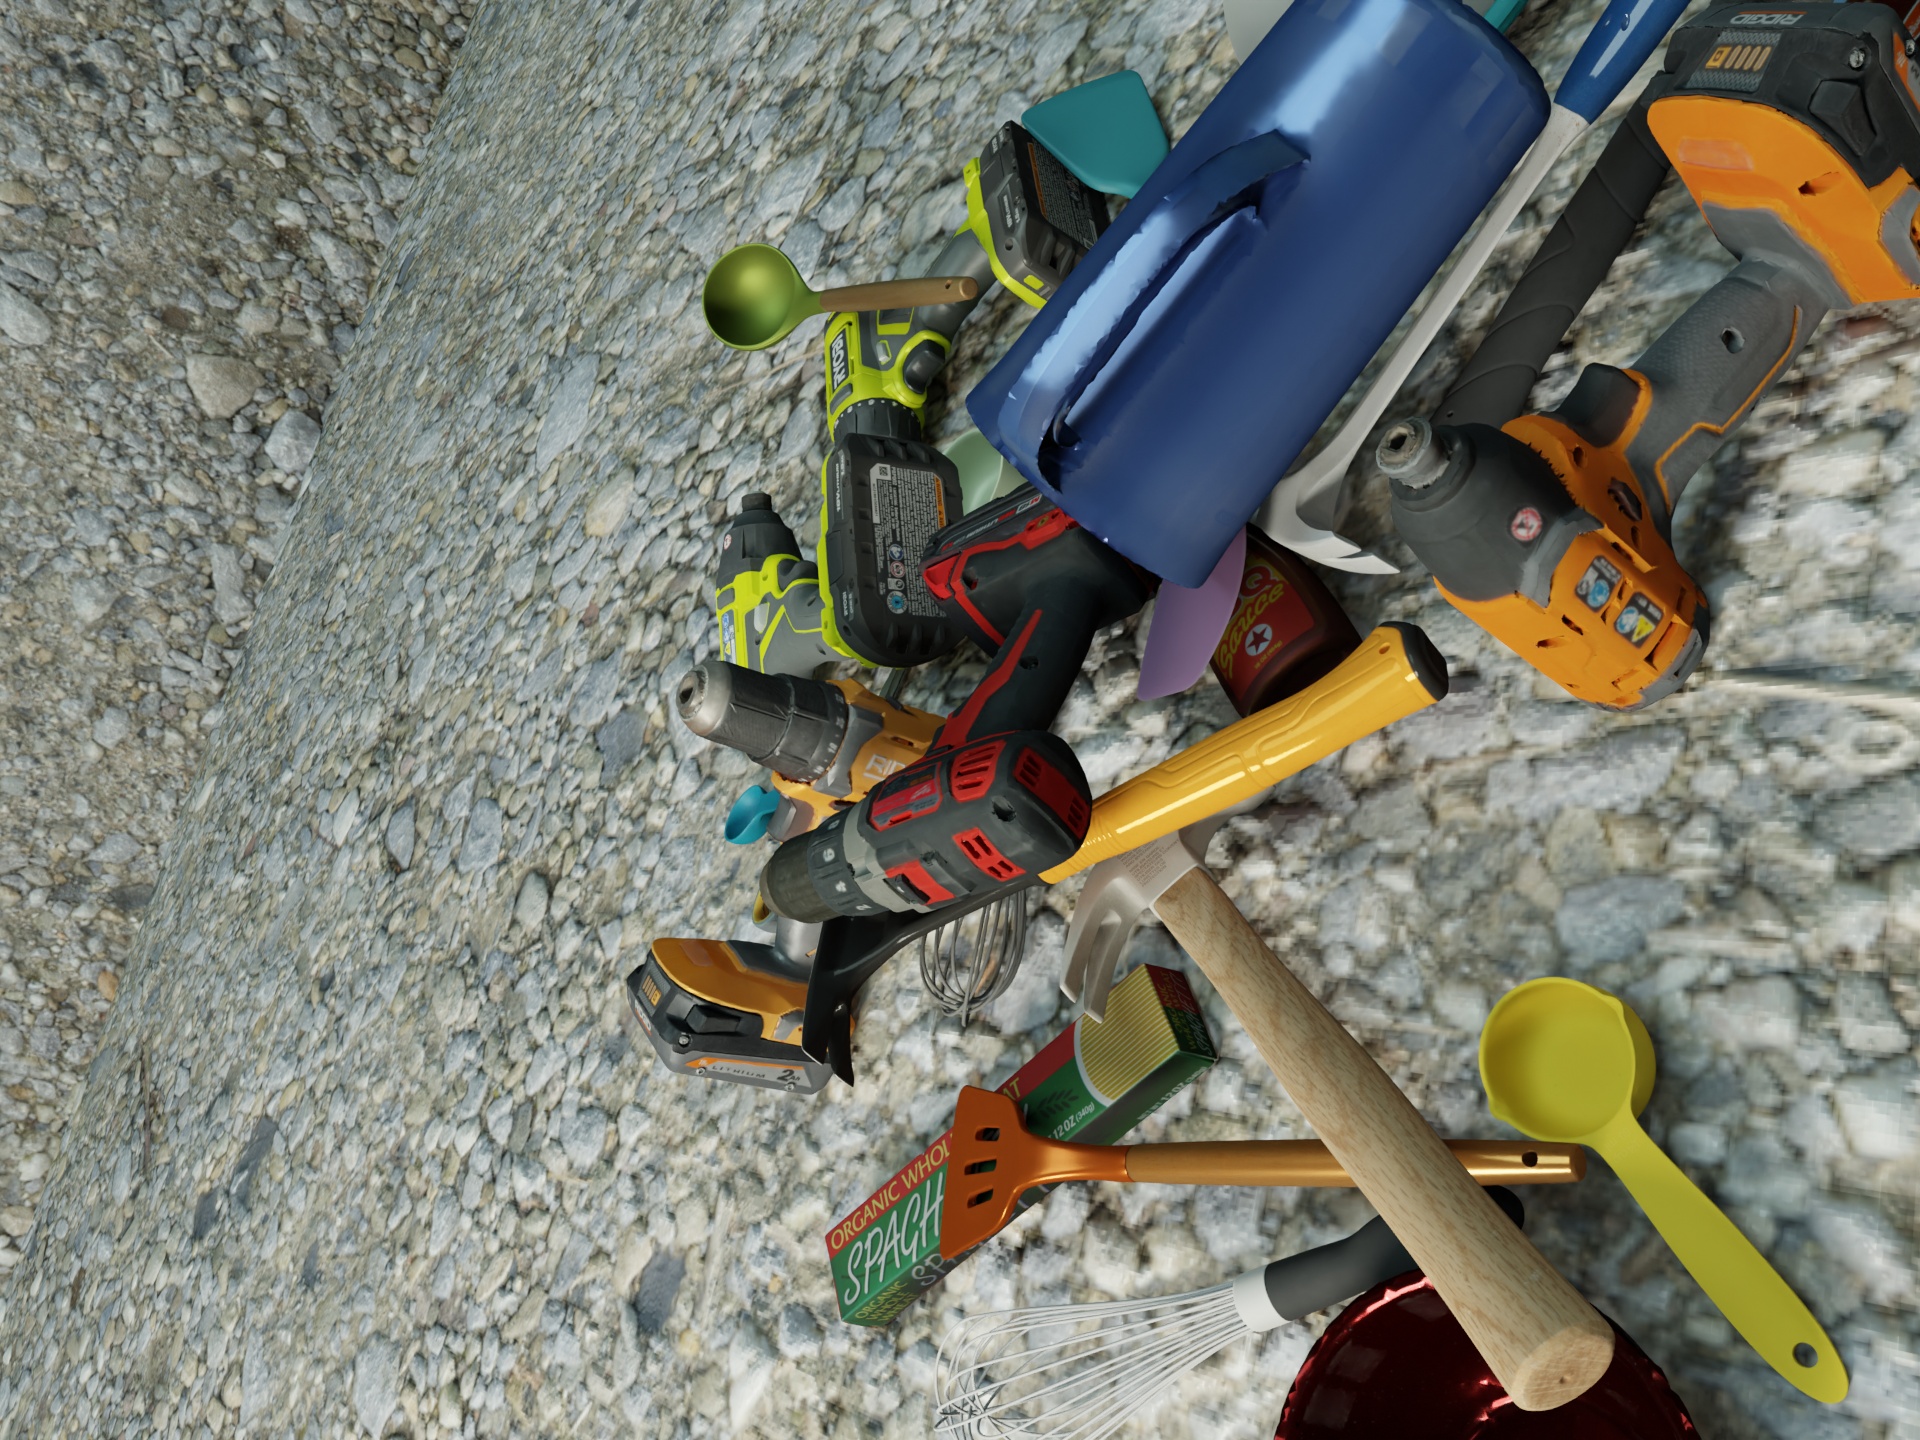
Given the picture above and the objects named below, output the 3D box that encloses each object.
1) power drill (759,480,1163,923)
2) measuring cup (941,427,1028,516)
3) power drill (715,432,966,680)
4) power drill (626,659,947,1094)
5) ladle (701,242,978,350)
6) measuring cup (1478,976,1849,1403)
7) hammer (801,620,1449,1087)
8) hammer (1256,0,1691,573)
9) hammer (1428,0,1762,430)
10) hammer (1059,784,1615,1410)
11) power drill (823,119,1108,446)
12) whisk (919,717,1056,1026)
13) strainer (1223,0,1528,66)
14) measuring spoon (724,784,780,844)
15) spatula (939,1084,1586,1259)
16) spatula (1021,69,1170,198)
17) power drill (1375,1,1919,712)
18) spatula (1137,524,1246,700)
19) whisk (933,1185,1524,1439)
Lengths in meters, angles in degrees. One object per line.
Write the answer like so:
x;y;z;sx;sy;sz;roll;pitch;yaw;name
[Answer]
-0.001;-0.002;0.768;0.188;0.080;0.227;-23;34;41;power drill
0.038;-0.171;0.955;0.167;0.038;0.083;-55;37;12;measuring cup
-0.087;-0.087;0.989;0.223;0.080;0.171;-21;70;55;power drill
-0.103;0.080;0.866;0.084;0.185;0.226;38;104;52;power drill
-0.085;-0.281;1.043;0.320;0.062;0.078;20;94;58;ladle
0.237;0.153;0.530;0.062;0.029;0.157;-52;49;23;measuring cup
0.062;0.053;0.710;0.337;0.034;0.127;-30;30;29;hammer
0.247;-0.237;0.652;0.405;0.035;0.144;-58;19;24;hammer
0.311;-0.285;0.672;0.409;0.036;0.149;-59;35;9;hammer
0.127;0.123;0.601;0.130;0.031;0.332;-43;28;5;hammer
-0.007;-0.250;1.025;0.228;0.080;0.191;-40;42;36;power drill
0.027;0.044;0.841;0.055;0.055;0.239;-10;58;49;whisk
0.235;-0.407;0.756;0.340;0.095;0.211;-3;67;60;strainer
-0.110;0.054;1.020;0.128;0.021;0.042;-22;43;48;measuring spoon
0.096;0.180;0.642;0.322;0.041;0.081;-14;59;42;spatula
0.136;-0.290;0.888;0.082;0.044;0.318;-25;42;-9;spatula
0.245;-0.130;0.558;0.226;0.164;0.084;-59;34;6;power drill
0.136;-0.153;0.772;0.060;0.018;0.316;-18;50;54;spatula
0.094;0.238;0.632;0.284;0.070;0.070;-34;46;30;whisk
